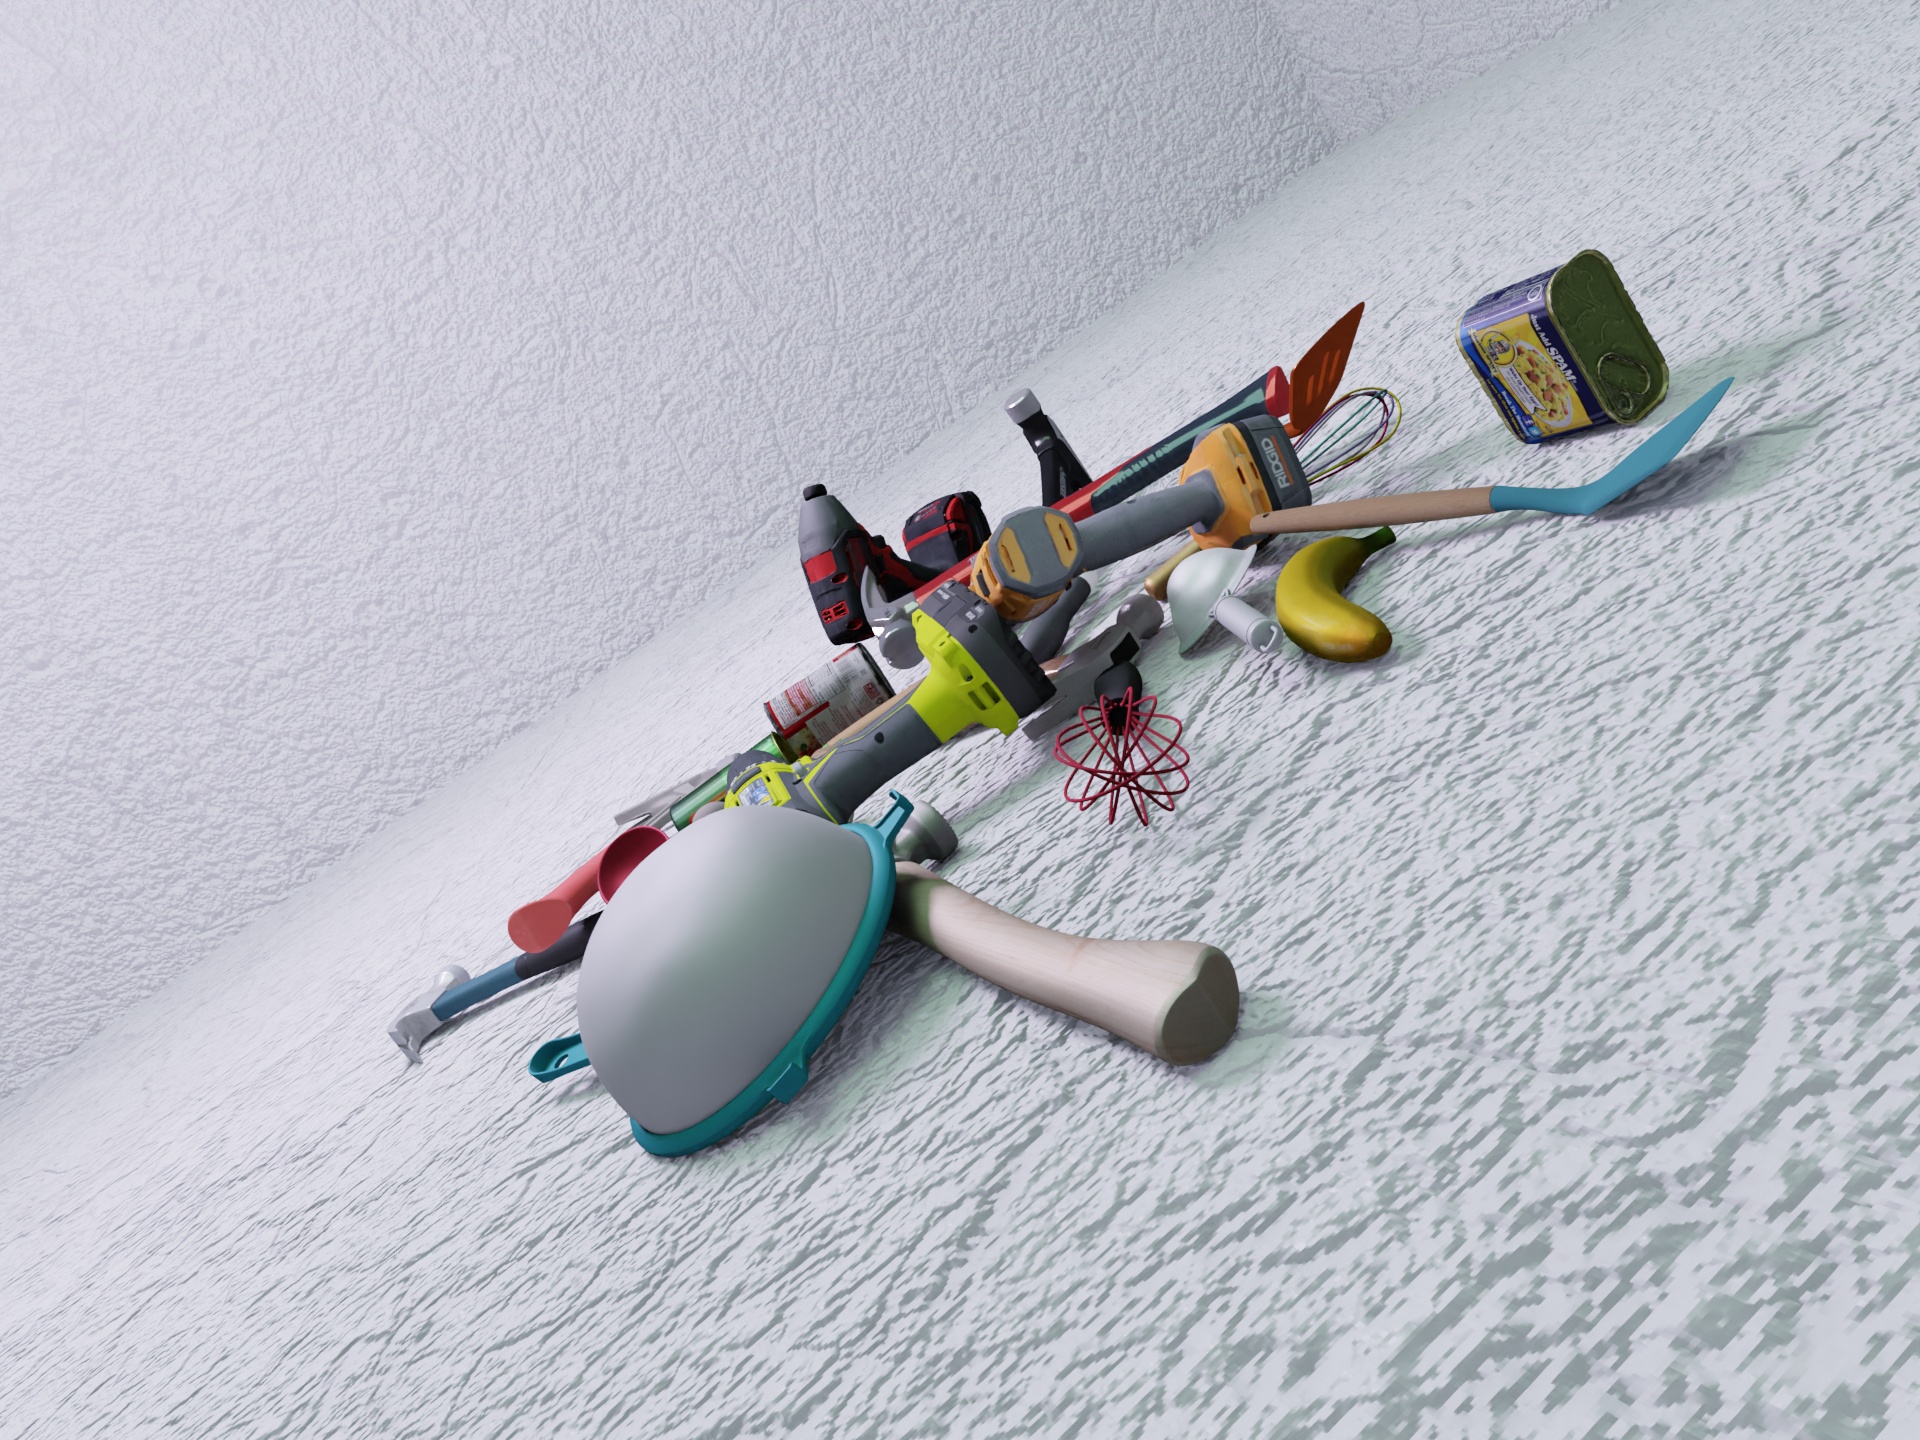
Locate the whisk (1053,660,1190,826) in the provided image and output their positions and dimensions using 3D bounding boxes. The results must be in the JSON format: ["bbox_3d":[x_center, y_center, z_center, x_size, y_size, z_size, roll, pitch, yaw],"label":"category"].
[{"bbox_3d":[0.093,0.002,0.919,0.073,0.073,0.296,-31,8,10],"label":"whisk"}]

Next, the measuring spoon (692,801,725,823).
[{"bbox_3d":[-0.142,0.070,1.214,0.124,0.034,0.018,-14,32,-13],"label":"measuring spoon"}]

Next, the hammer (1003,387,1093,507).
[{"bbox_3d":[0.089,-0.183,1.451,0.035,0.146,0.335,-29,26,19],"label":"hammer"}]

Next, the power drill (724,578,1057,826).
[{"bbox_3d":[-0.062,0.011,1.062,0.228,0.080,0.191,-40,23,-2],"label":"power drill"}]

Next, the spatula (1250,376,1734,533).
[{"bbox_3d":[0.284,-0.135,0.917,0.082,0.044,0.318,-45,26,-28],"label":"spatula"}]

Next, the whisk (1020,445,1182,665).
[{"bbox_3d":[0.114,-0.133,1.300,0.070,0.070,0.285,-19,28,46],"label":"whisk"}]

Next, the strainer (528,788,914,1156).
[{"bbox_3d":[-0.181,0.141,0.898,0.340,0.095,0.211,-27,30,41],"label":"strainer"}]

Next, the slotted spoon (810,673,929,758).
[{"bbox_3d":[-0.088,0.011,1.343,0.314,0.031,0.070,-33,14,-2],"label":"slotted spoon"}]

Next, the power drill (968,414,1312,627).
[{"bbox_3d":[0.112,-0.126,1.121,0.226,0.084,0.185,-21,-5,-9],"label":"power drill"}]

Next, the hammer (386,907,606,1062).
[{"bbox_3d":[-0.343,0.194,1.293,0.331,0.033,0.128,-27,15,26],"label":"hammer"}]

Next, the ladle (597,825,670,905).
[{"bbox_3d":[-0.170,0.117,1.104,0.315,0.031,0.069,3,68,53],"label":"ladle"}]

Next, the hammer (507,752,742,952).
[{"bbox_3d":[-0.293,0.115,1.341,0.149,0.036,0.359,-27,8,17],"label":"hammer"}]

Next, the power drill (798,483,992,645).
[{"bbox_3d":[-0.060,-0.150,1.459,0.078,0.143,0.219,-22,-5,37],"label":"power drill"}]

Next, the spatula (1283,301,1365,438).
[{"bbox_3d":[0.214,-0.205,1.193,0.081,0.041,0.322,-44,1,-21],"label":"spatula"}]

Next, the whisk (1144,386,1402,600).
[{"bbox_3d":[0.237,-0.171,1.197,0.245,0.047,0.051,-40,3,-6],"label":"whisk"}]

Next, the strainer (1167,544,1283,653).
[{"bbox_3d":[0.163,-0.071,0.976,0.087,0.050,0.258,-56,8,9],"label":"strainer"}]

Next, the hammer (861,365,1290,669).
[{"bbox_3d":[0.092,-0.178,1.296,0.386,0.038,0.143,-31,31,5],"label":"hammer"}]

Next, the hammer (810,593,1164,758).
[{"bbox_3d":[-0.002,-0.004,1.189,0.331,0.031,0.130,-21,19,42],"label":"hammer"}]

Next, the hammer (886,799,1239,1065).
[{"bbox_3d":[0.004,0.113,0.784,0.146,0.038,0.411,-40,15,-16],"label":"hammer"}]
